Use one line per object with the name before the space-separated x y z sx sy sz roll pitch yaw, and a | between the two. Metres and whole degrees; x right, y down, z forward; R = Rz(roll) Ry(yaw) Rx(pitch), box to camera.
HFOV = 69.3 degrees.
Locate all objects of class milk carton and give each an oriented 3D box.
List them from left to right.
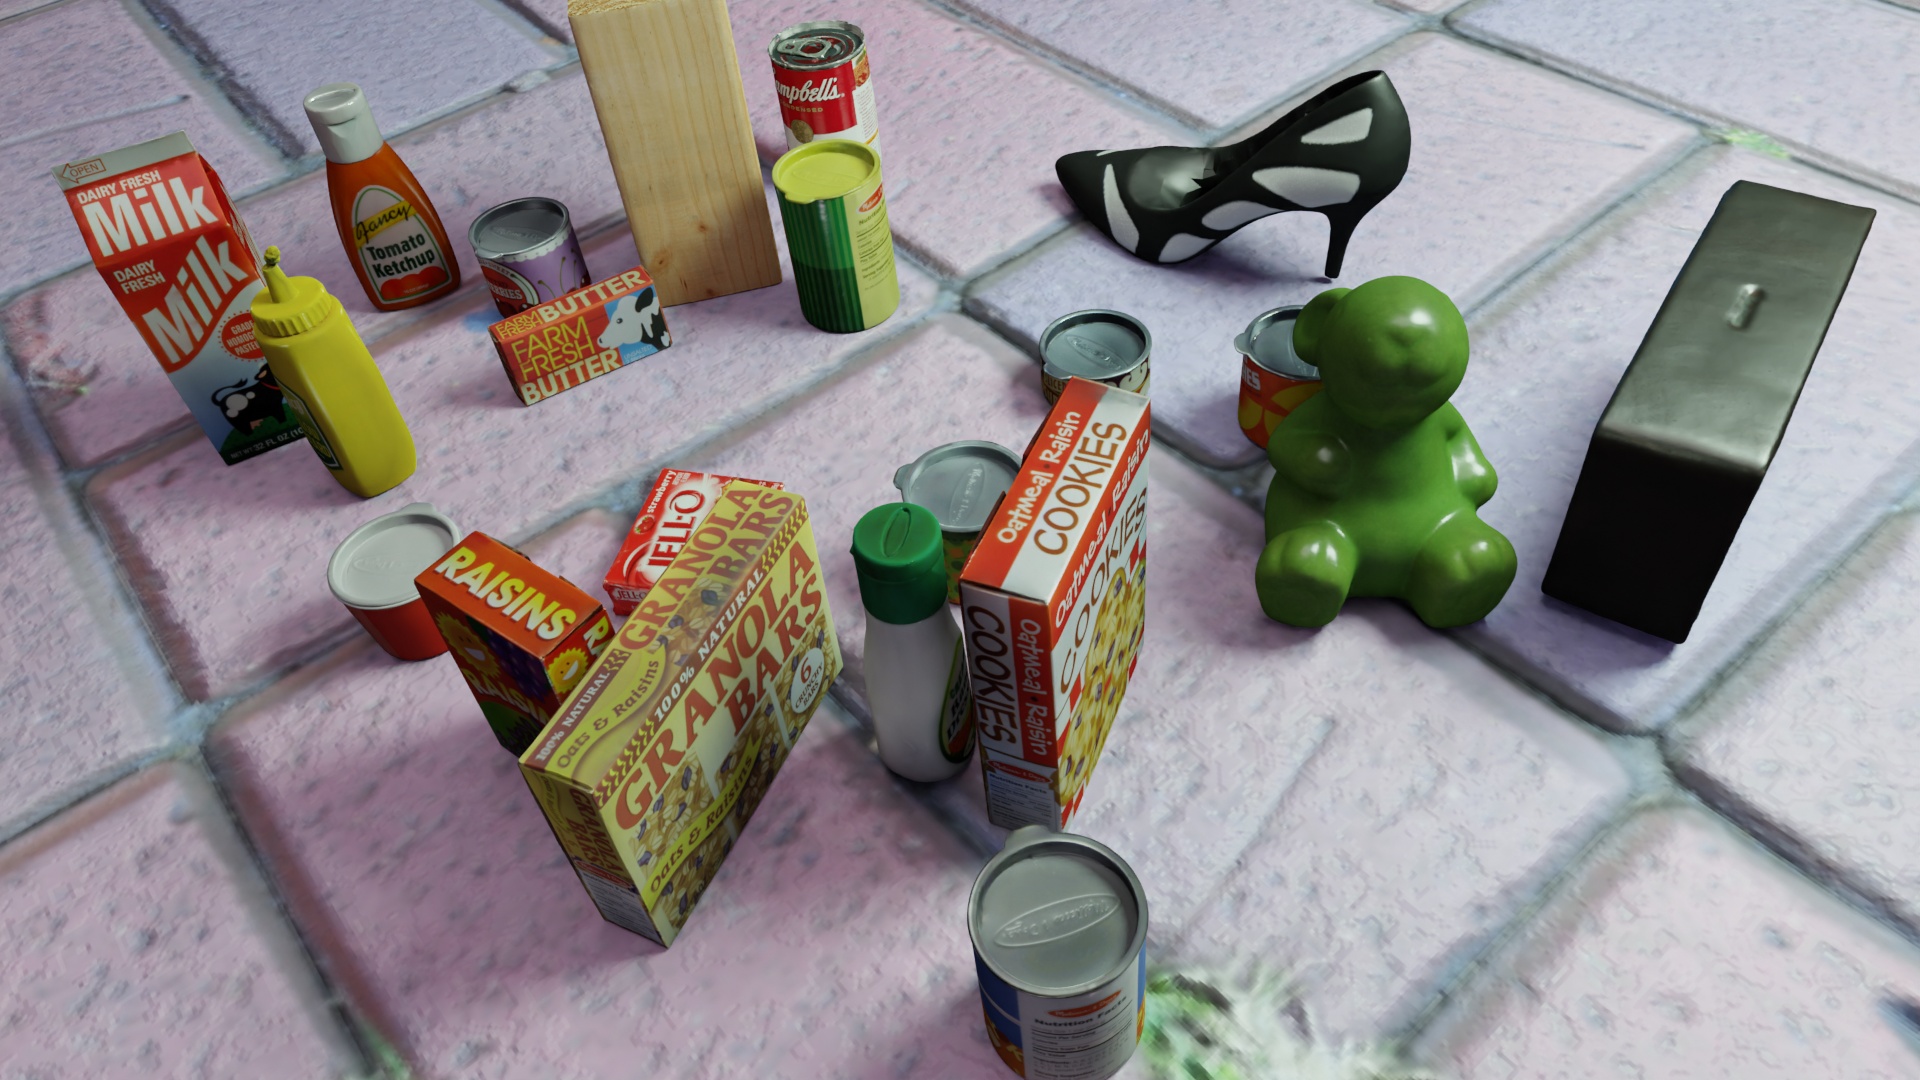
milk carton | -0.442 -0.144 0.810 0.072 0.189 0.074 -24 48 -16

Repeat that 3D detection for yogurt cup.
yogurt cup | -0.286 0.025 0.724 0.072 0.053 0.073 -3 46 3

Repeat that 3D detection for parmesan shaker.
parmesan shaker | -0.078 -0.188 0.873 0.071 0.102 0.072 -3 46 3

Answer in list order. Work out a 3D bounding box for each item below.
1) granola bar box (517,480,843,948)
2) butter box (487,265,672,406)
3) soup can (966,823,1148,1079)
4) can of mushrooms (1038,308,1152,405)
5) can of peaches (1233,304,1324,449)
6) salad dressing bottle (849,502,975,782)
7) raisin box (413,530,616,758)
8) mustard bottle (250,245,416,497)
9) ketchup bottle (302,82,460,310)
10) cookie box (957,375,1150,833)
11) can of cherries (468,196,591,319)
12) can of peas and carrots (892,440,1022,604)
granola bar box | -0.114 0.074 0.610 0.039 0.123 0.166 15 50 20
butter box | -0.235 -0.128 0.866 0.104 0.052 0.024 -26 49 -18
soup can | 0.038 0.161 0.537 0.071 0.083 0.072 -3 46 3
can of mushrooms | 0.078 -0.104 0.822 0.071 0.033 0.071 -3 46 3
can of peaches | 0.188 -0.090 0.780 0.071 0.057 0.071 -3 46 3
salad dressing bottle | -0.020 0.047 0.609 0.044 0.146 0.064 6 47 12
raisin box | -0.186 0.063 0.630 0.086 0.122 0.040 26 54 27
mustard bottle | -0.357 -0.097 0.776 0.065 0.159 0.049 33 58 31
ketchup bottle | -0.382 -0.224 0.909 0.065 0.148 0.044 -22 48 -14
cookie box | 0.044 0.033 0.602 0.040 0.166 0.123 14 49 19
can of cherries | -0.287 -0.185 0.923 0.071 0.058 0.072 -3 46 3
can of peas and carrots | 0.003 -0.009 0.722 0.071 0.058 0.071 -3 46 3
